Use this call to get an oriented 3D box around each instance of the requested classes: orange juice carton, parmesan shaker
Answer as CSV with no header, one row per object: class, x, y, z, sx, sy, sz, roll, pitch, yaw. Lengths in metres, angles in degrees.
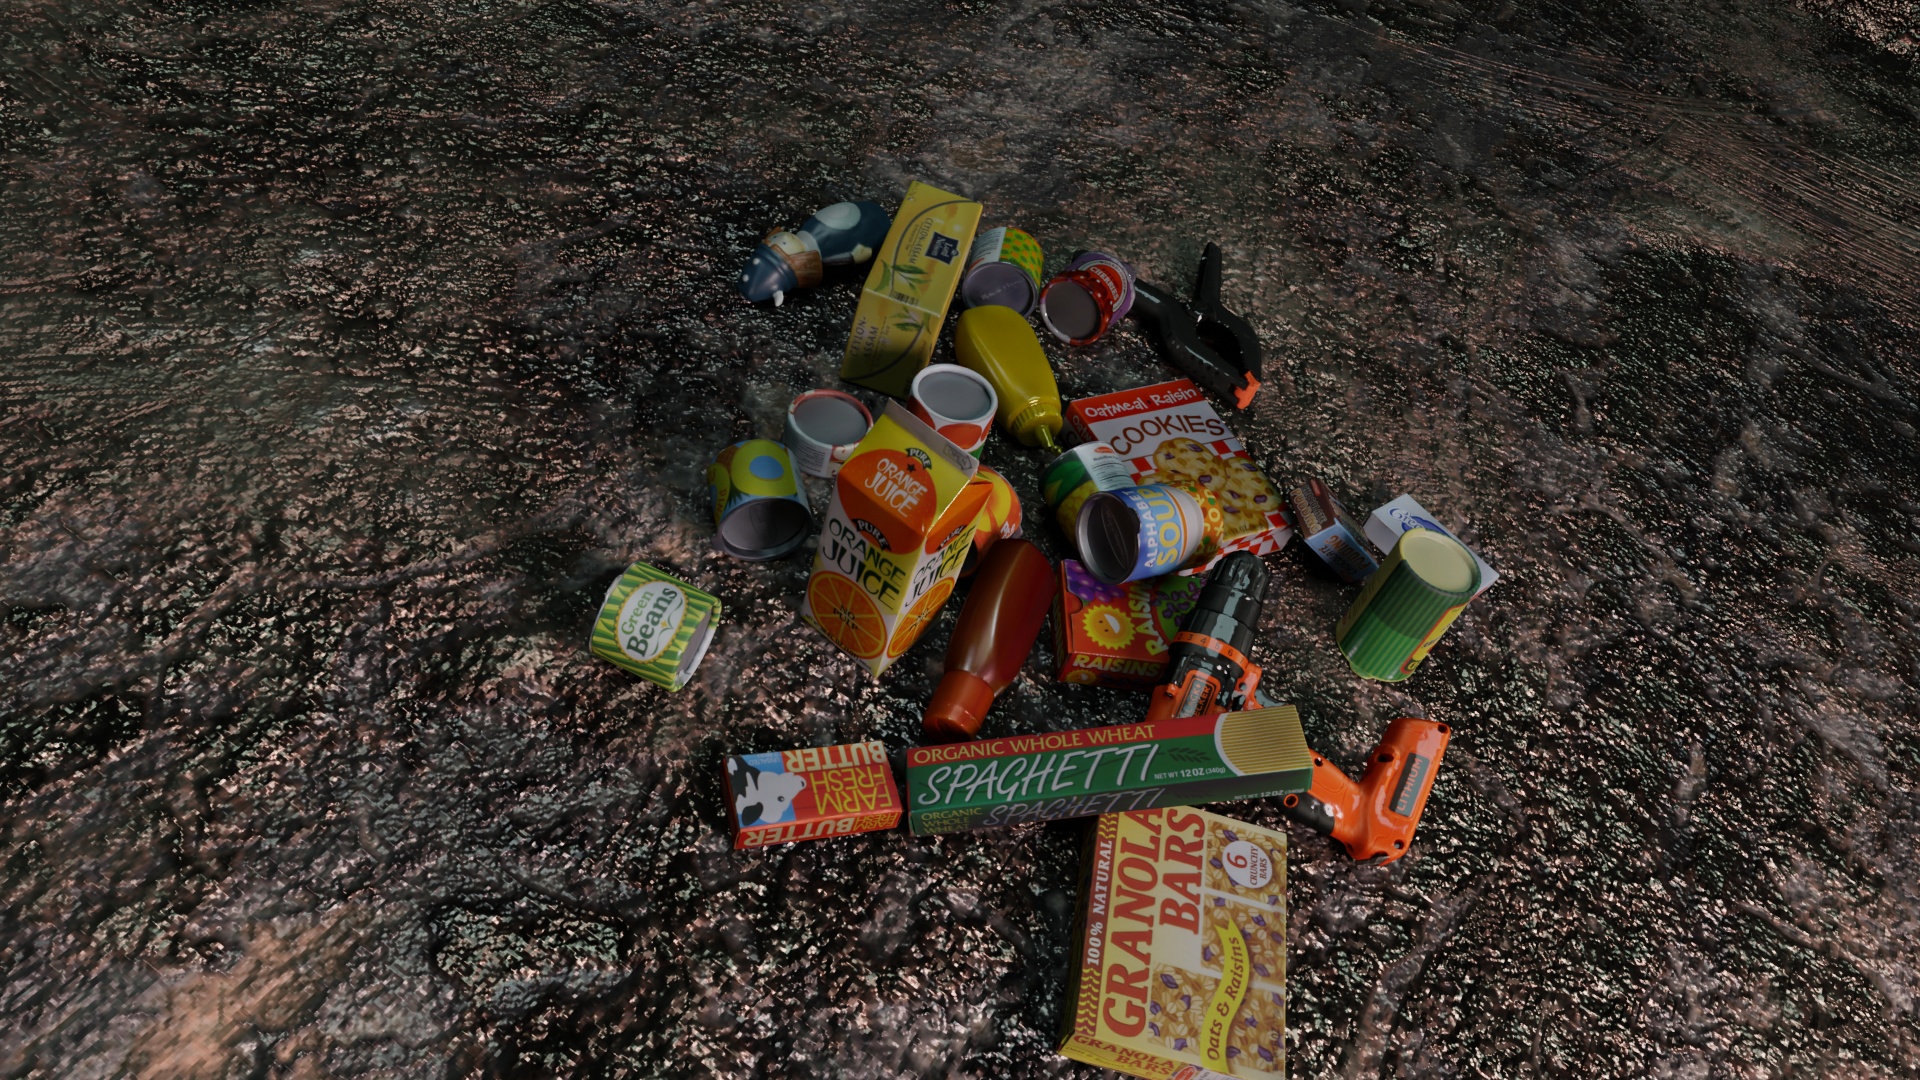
orange juice carton,-0.039,-0.005,0.890,0.072,0.191,0.073,38,49,15
parmesan shaker,0.329,0.050,1.025,0.071,0.102,0.072,10,47,-10

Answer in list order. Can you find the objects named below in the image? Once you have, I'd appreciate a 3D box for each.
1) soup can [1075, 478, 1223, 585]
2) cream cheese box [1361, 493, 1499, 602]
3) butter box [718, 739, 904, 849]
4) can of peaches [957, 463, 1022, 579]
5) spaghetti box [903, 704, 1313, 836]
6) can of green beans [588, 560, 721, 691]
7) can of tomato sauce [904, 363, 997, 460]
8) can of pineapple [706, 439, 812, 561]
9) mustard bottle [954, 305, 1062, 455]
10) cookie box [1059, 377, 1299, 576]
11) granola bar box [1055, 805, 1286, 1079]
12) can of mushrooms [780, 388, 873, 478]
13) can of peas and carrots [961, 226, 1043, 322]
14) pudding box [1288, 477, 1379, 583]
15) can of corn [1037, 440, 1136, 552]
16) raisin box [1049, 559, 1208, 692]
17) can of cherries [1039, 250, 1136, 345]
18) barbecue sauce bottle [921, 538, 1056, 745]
soup can,0.136,-0.008,0.982,0.084,0.071,0.071,-10,52,-34
cream cheese box,0.383,0.010,1.135,0.053,0.024,0.104,-24,60,-36
butter box,-0.090,0.153,0.844,0.104,0.024,0.053,-3,49,-21
can of peaches,0.004,-0.013,1.000,0.071,0.070,0.058,33,47,13
spaghetti box,0.089,0.142,0.858,0.250,0.028,0.050,-7,45,0
can of green beans,-0.191,0.054,0.872,0.058,0.071,0.071,25,46,4
can of tomato sauce,-0.015,-0.080,1.043,0.071,0.082,0.071,10,46,-10
can of pineapple,-0.142,-0.028,0.964,0.071,0.070,0.058,-2,49,-20
mustard bottle,0.046,-0.124,1.128,0.065,0.048,0.161,-7,52,-23
cookie box,0.172,-0.052,1.111,0.123,0.040,0.168,-13,55,-28
granola bar box,0.130,0.238,0.829,0.124,0.038,0.166,16,46,-3
can of mushrooms,-0.099,-0.083,1.052,0.071,0.033,0.071,9,46,-10
can of peas and carrots,0.039,-0.229,1.213,0.071,0.070,0.059,16,45,-4
pudding box,0.292,-0.007,1.086,0.083,0.030,0.050,37,33,-42
can of corn,0.099,-0.030,1.048,0.071,0.070,0.058,-13,60,-28
raisin box,0.128,0.064,0.990,0.123,0.039,0.086,8,48,-11
can of cherries,0.112,-0.214,1.217,0.071,0.071,0.059,34,48,13
barbecue sauce bottle,0.019,0.070,0.935,0.043,0.064,0.149,0,45,32
